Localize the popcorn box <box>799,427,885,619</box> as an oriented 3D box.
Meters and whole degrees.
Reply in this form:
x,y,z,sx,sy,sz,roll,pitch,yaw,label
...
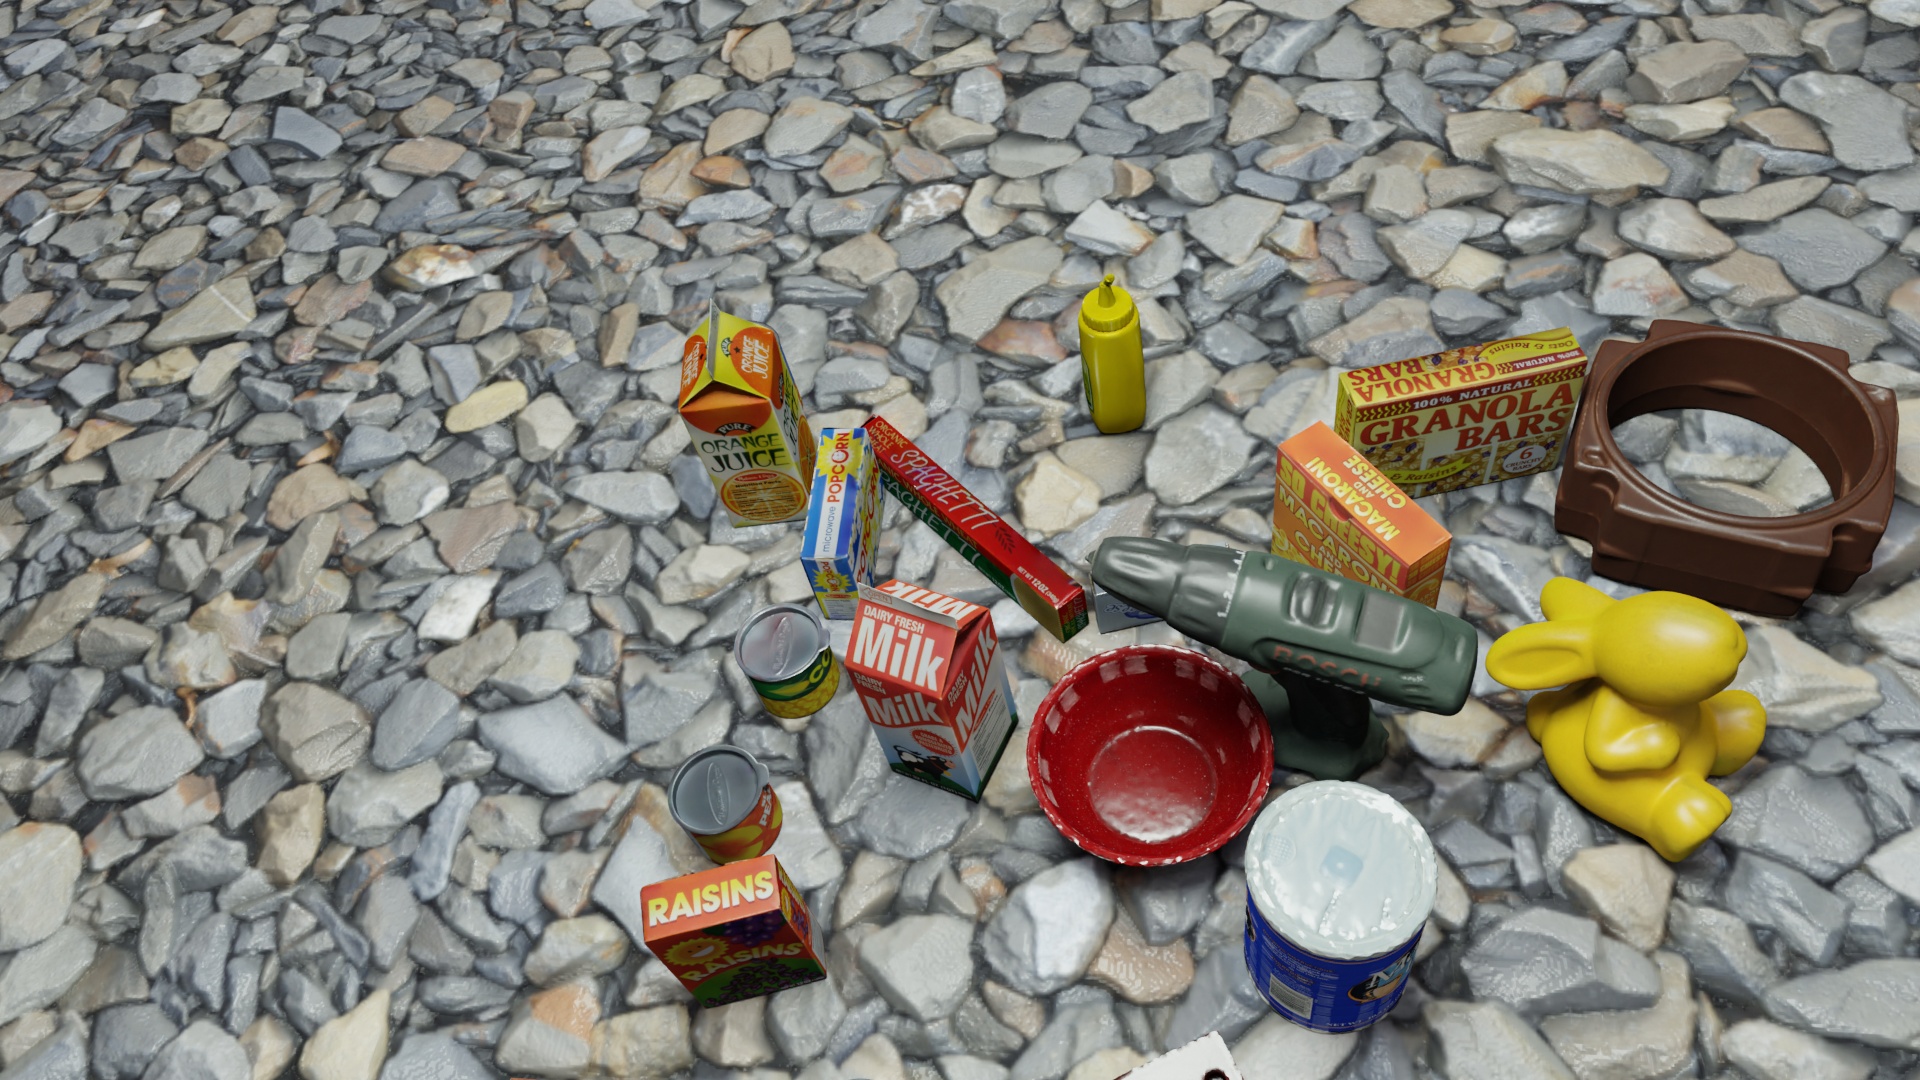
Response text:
x,y,z,sx,sy,sz,roll,pitch,yaw,label
-0.089,-0.013,1.075,0.038,0.084,0.127,-2,54,10,popcorn box

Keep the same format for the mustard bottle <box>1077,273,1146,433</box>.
x,y,z,sx,sy,sz,roll,pitch,yaw,label
0.118,-0.153,1.091,0.049,0.159,0.065,-11,53,3,mustard bottle

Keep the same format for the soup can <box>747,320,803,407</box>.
x,y,z,sx,sy,sz,roll,pitch,yaw,label
-0.177,-0.136,1.182,0.071,0.083,0.072,-5,54,7,soup can

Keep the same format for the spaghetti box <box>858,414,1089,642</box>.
x,y,z,sx,sy,sz,roll,pitch,yaw,label
0.004,-0.014,1.079,0.029,0.050,0.251,-38,56,-17,spaghetti box

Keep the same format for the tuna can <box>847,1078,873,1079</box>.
x,y,z,sx,sy,sz,roll,pitch,yaw,label
-0.061,0.358,0.829,0.071,0.032,0.071,-5,53,7,tuna can

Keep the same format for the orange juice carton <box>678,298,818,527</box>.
x,y,z,sx,sy,sz,roll,pitch,yaw,label
-0.168,-0.096,1.083,0.073,0.191,0.072,-7,53,6,orange juice carton

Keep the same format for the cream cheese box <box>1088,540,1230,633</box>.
x,y,z,sx,sy,sz,roll,pitch,yaw,label
0.147,0.034,1.015,0.104,0.053,0.024,-13,53,1,cream cheese box

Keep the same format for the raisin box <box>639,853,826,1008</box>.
x,y,z,sx,sy,sz,roll,pitch,yaw,label
-0.139,0.246,0.870,0.086,0.122,0.040,-14,53,1,raisin box

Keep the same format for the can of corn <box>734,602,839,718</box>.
x,y,z,sx,sy,sz,roll,pitch,yaw,label
-0.124,0.089,1.023,0.071,0.058,0.071,-5,53,7,can of corn

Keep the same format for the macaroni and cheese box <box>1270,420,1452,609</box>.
x,y,z,sx,sy,sz,roll,pitch,yaw,label
0.264,0.016,0.936,0.040,0.165,0.124,-31,55,-12,macaroni and cheese box

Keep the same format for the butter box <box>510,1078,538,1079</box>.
x,y,z,sx,sy,sz,roll,pitch,yaw,label
-0.264,0.384,0.836,0.024,0.053,0.104,-1,54,10,butter box

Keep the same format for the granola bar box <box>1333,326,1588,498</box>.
x,y,z,sx,sy,sz,roll,pitch,yaw,label
0.361,-0.086,1.019,0.165,0.123,0.039,-12,53,2,granola bar box

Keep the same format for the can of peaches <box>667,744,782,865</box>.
x,y,z,sx,sy,sz,roll,pitch,yaw,label
-0.159,0.183,0.960,0.071,0.057,0.071,-5,53,7,can of peaches

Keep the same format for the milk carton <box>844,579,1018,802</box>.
x,y,z,sx,sy,sz,roll,pitch,yaw,label
-0.019,0.091,0.919,0.072,0.189,0.074,17,59,22,milk carton
